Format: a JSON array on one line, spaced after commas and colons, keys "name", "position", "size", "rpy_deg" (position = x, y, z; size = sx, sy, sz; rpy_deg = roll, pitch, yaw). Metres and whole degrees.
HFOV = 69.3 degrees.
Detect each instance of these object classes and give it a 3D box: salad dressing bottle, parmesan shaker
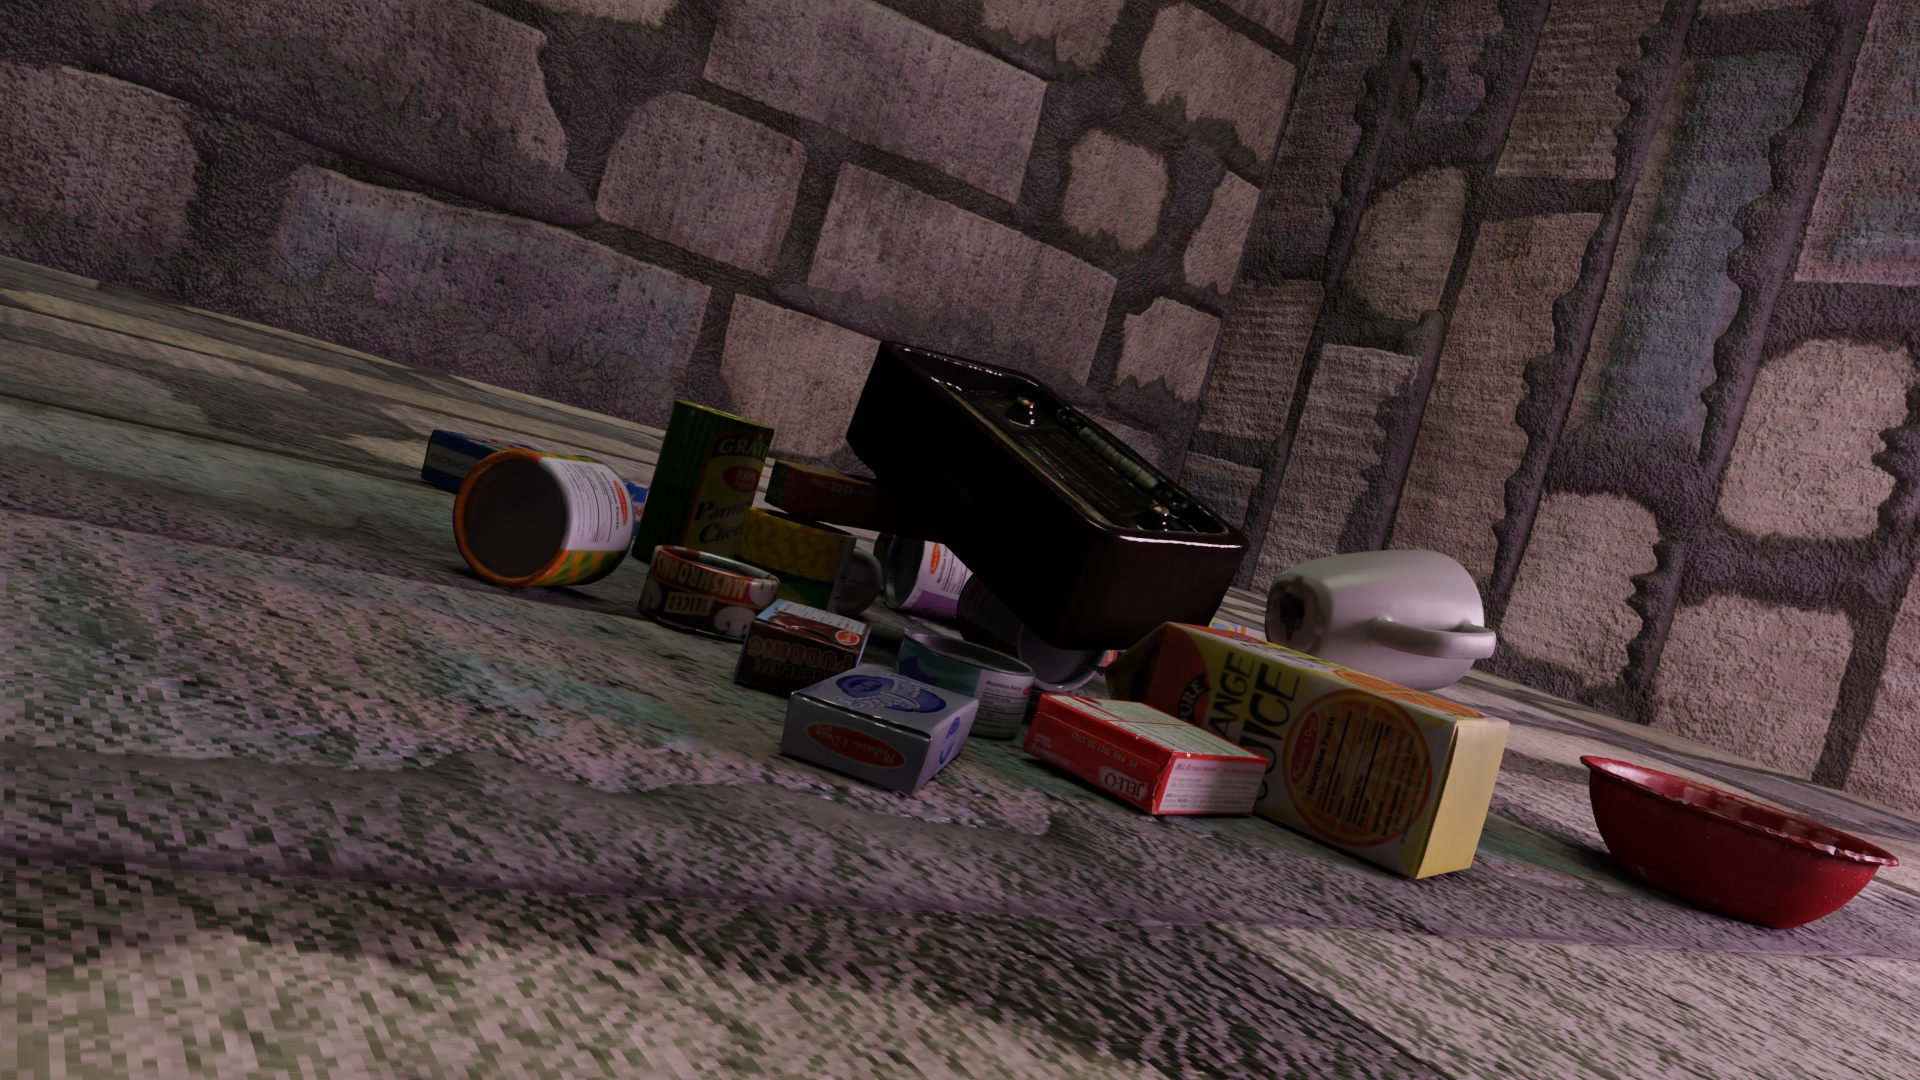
[{"name": "salad dressing bottle", "position": [-0.102, 0.014, 0.948], "size": [0.064, 0.044, 0.148], "rpy_deg": [16, 3, -27]}, {"name": "parmesan shaker", "position": [-0.163, -0.032, 0.893], "size": [0.071, 0.103, 0.071], "rpy_deg": [16, 3, -1]}]

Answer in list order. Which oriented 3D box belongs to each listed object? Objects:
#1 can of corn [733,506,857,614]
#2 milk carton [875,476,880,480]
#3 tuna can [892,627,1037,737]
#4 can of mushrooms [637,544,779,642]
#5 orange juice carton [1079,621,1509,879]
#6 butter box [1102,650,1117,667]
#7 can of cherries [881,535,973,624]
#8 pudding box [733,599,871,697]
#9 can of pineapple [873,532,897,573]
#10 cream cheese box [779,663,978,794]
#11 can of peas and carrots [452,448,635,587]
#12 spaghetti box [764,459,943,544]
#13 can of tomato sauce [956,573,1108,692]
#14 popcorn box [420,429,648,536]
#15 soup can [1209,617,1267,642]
[{"name": "can of corn", "position": [-0.100, 0.016, 0.794], "size": [0.071, 0.058, 0.071], "rpy_deg": [16, 3, -1]}, {"name": "milk carton", "position": [0.035, -0.035, 1.087], "size": [0.190, 0.073, 0.072], "rpy_deg": [23, -3, -17]}, {"name": "tuna can", "position": [-0.002, 0.067, 0.656], "size": [0.071, 0.033, 0.071], "rpy_deg": [16, 3, -1]}, {"name": "can of mushrooms", "position": [-0.128, 0.027, 0.704], "size": [0.071, 0.033, 0.071], "rpy_deg": [17, 3, -1]}, {"name": "orange juice carton", "position": [0.152, 0.090, 0.670], "size": [0.193, 0.073, 0.072], "rpy_deg": [18, 5, 39]}, {"name": "butter box", "position": [0.059, 0.068, 0.996], "size": [0.103, 0.024, 0.053], "rpy_deg": [20, 4, 44]}, {"name": "can of cherries", "position": [-0.017, 0.024, 1.006], "size": [0.058, 0.071, 0.071], "rpy_deg": [16, 3, -23]}, {"name": "pudding box", "position": [-0.070, 0.050, 0.629], "size": [0.050, 0.030, 0.084], "rpy_deg": [17, 3, -2]}, {"name": "can of pineapple", "position": [-0.032, 0.013, 1.083], "size": [0.071, 0.071, 0.058], "rpy_deg": [16, 2, -15]}, {"name": "cream cheese box", "position": [-0.029, 0.070, 0.538], "size": [0.053, 0.024, 0.104], "rpy_deg": [17, 3, 10]}, {"name": "can of peas and carrots", "position": [-0.204, -0.009, 0.675], "size": [0.071, 0.071, 0.059], "rpy_deg": [17, 4, 15]}, {"name": "spaghetti box", "position": [0.003, -0.011, 0.859], "size": [0.250, 0.028, 0.050], "rpy_deg": [11, 6, -30]}, {"name": "can of tomato sauce", "position": [0.046, 0.052, 0.852], "size": [0.071, 0.071, 0.083], "rpy_deg": [15, 4, -26]}, {"name": "popcorn box", "position": [-0.291, -0.040, 0.952], "size": [0.127, 0.038, 0.085], "rpy_deg": [18, 3, 24]}, {"name": "soup can", "position": [0.170, 0.082, 0.893], "size": [0.084, 0.071, 0.071], "rpy_deg": [17, 3, 8]}]
